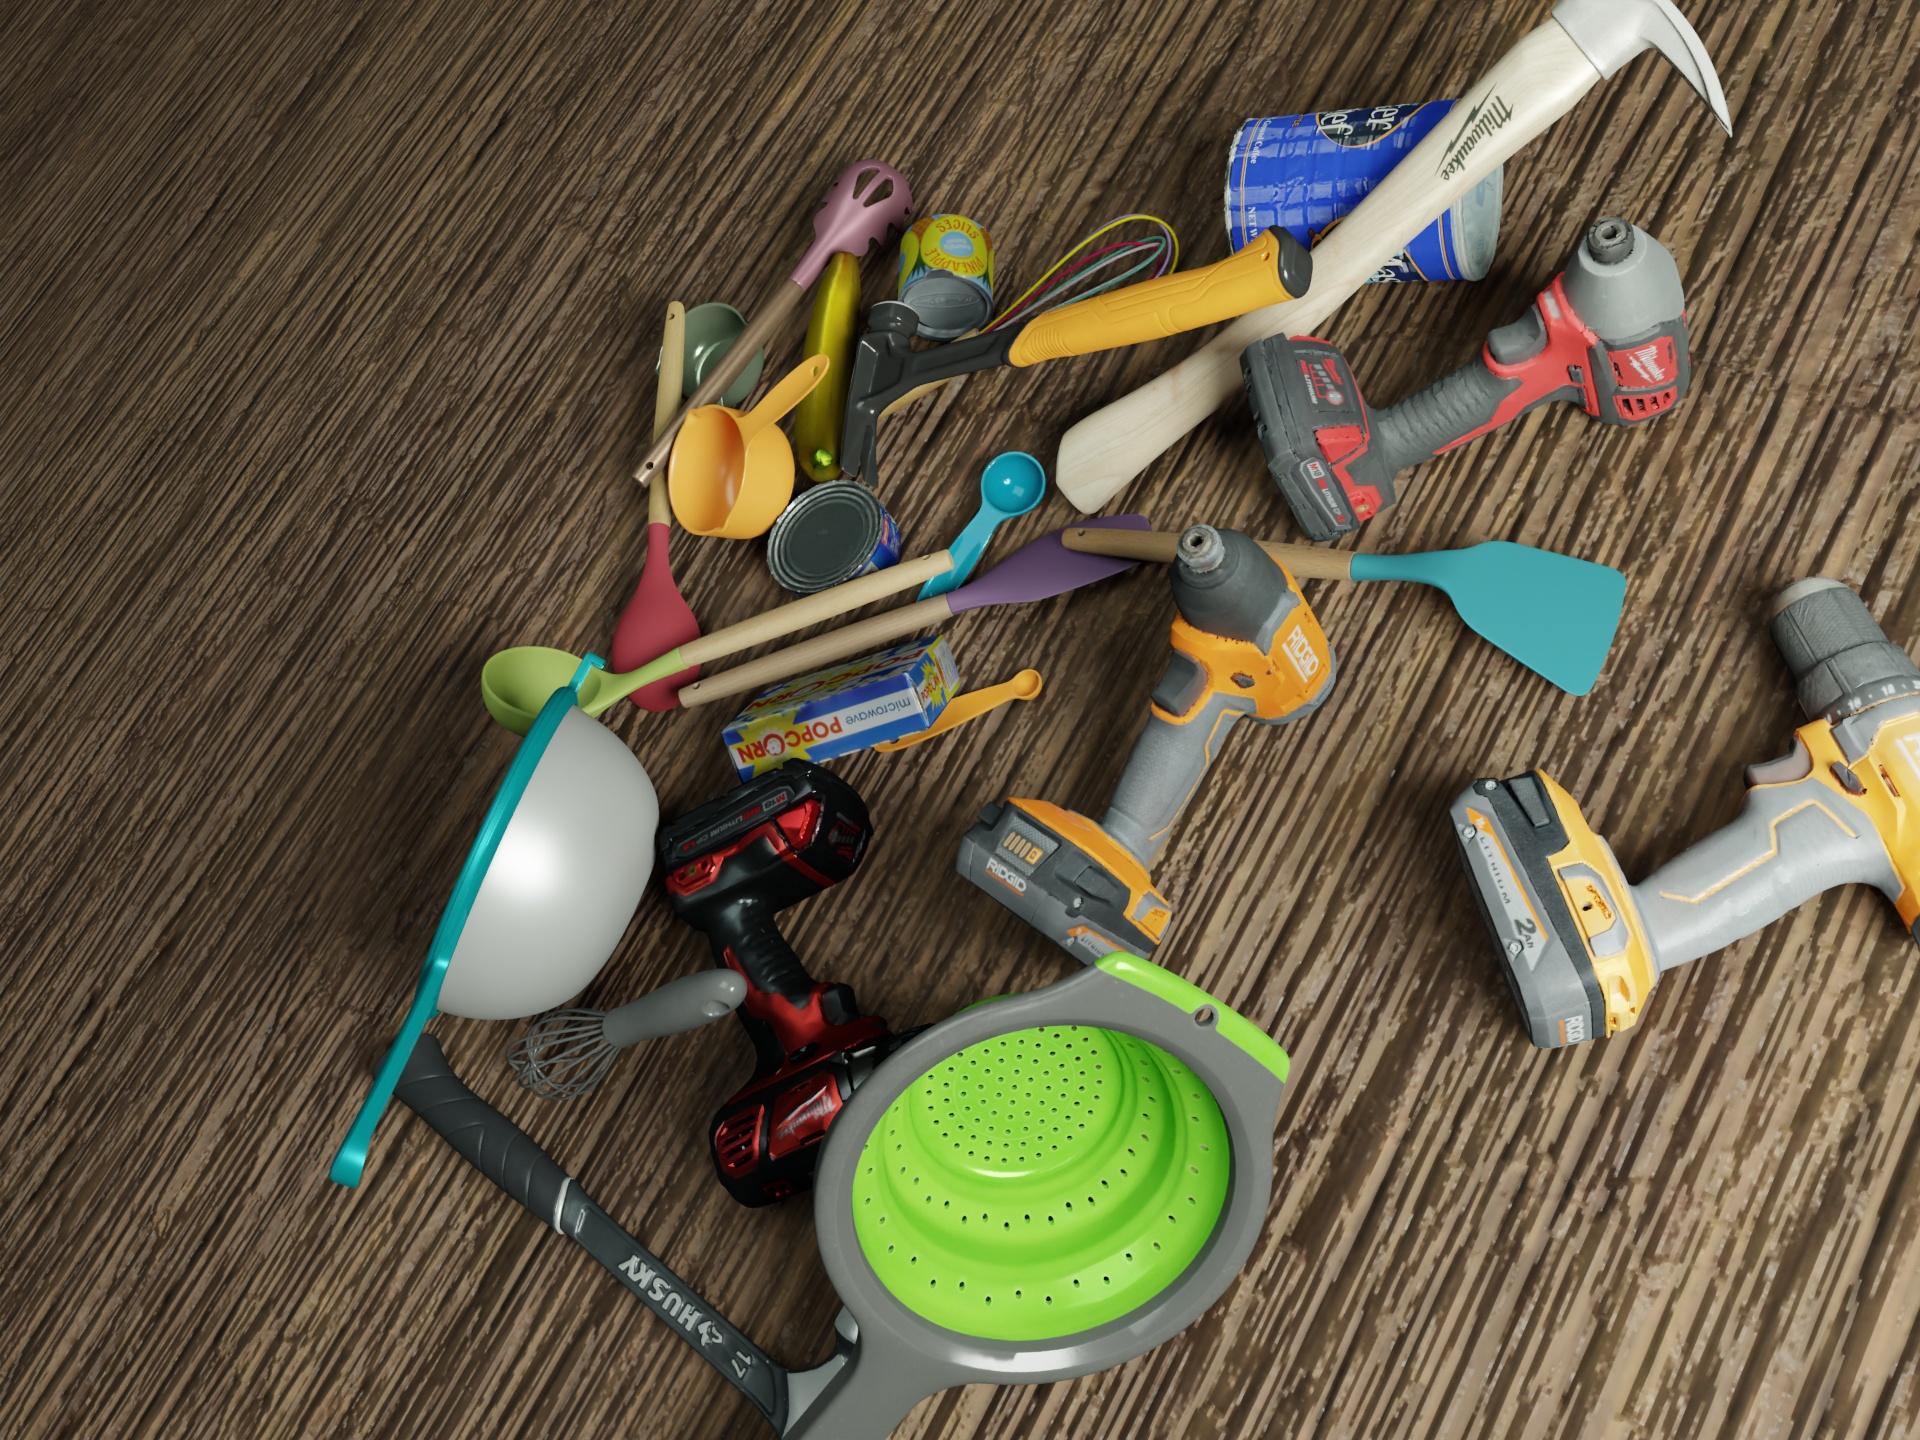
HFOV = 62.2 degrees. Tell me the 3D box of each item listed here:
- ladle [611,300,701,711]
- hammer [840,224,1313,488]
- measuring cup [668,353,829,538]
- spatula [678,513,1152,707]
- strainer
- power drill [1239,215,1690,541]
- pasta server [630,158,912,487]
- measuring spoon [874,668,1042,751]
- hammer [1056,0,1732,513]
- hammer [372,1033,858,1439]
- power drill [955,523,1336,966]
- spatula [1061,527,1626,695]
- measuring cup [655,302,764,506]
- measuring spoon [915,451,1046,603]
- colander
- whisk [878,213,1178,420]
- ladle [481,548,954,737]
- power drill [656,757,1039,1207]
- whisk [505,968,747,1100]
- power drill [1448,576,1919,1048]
[{"bbox_3d":[-0.208,-0.159,1.116,0.069,0.031,0.316,-7,69,18],"label":"ladle"},{"bbox_3d":[0.058,-0.228,0.962,0.337,0.034,0.127,-5,69,42],"label":"hammer"},{"bbox_3d":[-0.125,-0.185,1.054,0.173,0.052,0.095,-34,65,37],"label":"measuring cup"},{"bbox_3d":[-0.031,-0.066,0.994,0.316,0.018,0.060,-19,43,9],"label":"spatula"},{"bbox_3d":[-0.243,0.130,0.892,0.341,0.095,0.211,-81,17,-54],"label":"strainer"},{"bbox_3d":[0.270,-0.185,0.847,0.219,0.143,0.079,-19,62,20],"label":"power drill"},{"bbox_3d":[-0.135,-0.288,1.139,0.060,0.040,0.316,36,77,-2],"label":"pasta server"},{"bbox_3d":[-0.002,-0.003,0.970,0.117,0.011,0.021,-22,54,19],"label":"measuring spoon"},{"bbox_3d":[0.216,-0.247,0.894,0.410,0.038,0.146,-40,78,28],"label":"hammer"},{"bbox_3d":[-0.214,0.291,0.904,0.409,0.036,0.149,25,79,35],"label":"hammer"},{"bbox_3d":[0.099,0.011,0.816,0.084,0.164,0.226,32,84,35],"label":"power drill"},{"bbox_3d":[0.197,-0.080,0.889,0.318,0.044,0.082,11,61,33],"label":"spatula"},{"bbox_3d":[-0.172,-0.225,1.161,0.083,0.038,0.168,-20,70,18],"label":"measuring cup"},{"bbox_3d":[0.011,-0.114,1.019,0.042,0.021,0.128,36,93,17],"label":"measuring spoon"},{"bbox_3d":[-0.016,0.258,0.752,0.397,0.204,0.095,-53,18,12],"label":"colander"},{"bbox_3d":[0.036,-0.262,1.070,0.245,0.047,0.051,-27,43,17],"label":"whisk"},{"bbox_3d":[-0.158,-0.059,1.014,0.320,0.062,0.078,-19,33,12],"label":"ladle"},{"bbox_3d":[-0.068,0.136,0.888,0.188,0.080,0.227,-27,58,12],"label":"power drill"},{"bbox_3d":[-0.188,0.174,0.891,0.239,0.055,0.055,-27,51,44],"label":"whisk"},{"bbox_3d":[0.345,0.039,0.729,0.226,0.084,0.186,-19,57,12],"label":"power drill"}]
